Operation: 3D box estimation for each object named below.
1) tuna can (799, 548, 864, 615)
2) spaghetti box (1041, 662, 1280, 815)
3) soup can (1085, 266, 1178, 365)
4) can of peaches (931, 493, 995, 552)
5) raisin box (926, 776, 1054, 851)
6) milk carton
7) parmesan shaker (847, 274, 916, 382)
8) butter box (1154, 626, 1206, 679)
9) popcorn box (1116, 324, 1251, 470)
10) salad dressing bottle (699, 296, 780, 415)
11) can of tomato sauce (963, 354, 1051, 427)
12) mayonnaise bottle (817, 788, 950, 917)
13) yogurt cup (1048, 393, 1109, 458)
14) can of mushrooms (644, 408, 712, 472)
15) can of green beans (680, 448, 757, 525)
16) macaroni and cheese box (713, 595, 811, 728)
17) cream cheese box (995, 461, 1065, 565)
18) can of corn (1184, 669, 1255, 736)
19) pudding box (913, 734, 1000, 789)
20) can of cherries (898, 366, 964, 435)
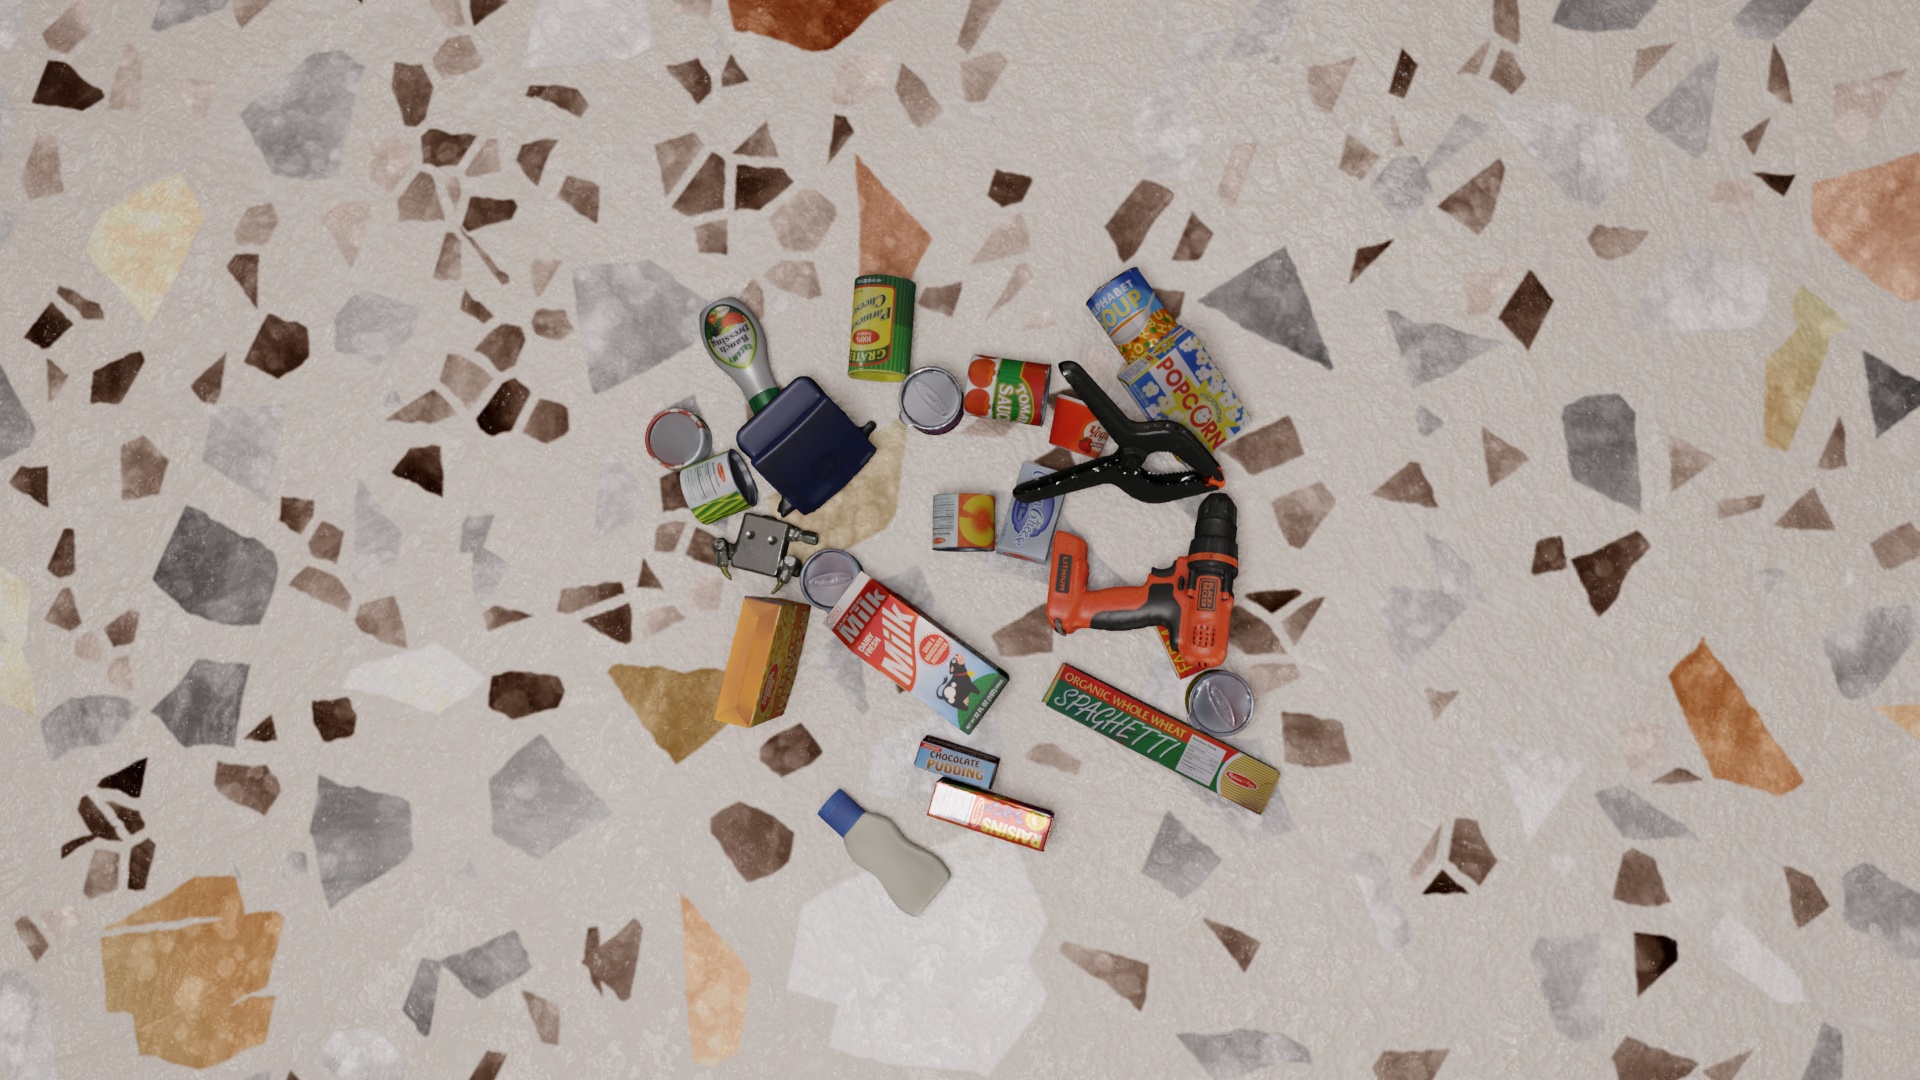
[{"bbox_3d":[-0.134,0.044,1.470,0.071,0.033,0.071,0,86,5],"label":"tuna can"},{"bbox_3d":[0.206,0.202,1.434,0.250,0.028,0.050,27,89,6],"label":"spaghetti box"},{"bbox_3d":[0.180,-0.232,1.446,0.071,0.071,0.084,-34,84,2],"label":"soup can"},{"bbox_3d":[0.005,-0.018,1.449,0.071,0.071,0.058,0,86,5],"label":"can of peaches"},{"bbox_3d":[0.032,0.277,1.414,0.123,0.086,0.040,17,83,6],"label":"raisin box"},{"bbox_3d":[-0.046,0.114,1.434,0.190,0.073,0.072,36,90,3],"label":"milk carton"},{"bbox_3d":[-0.086,-0.224,1.470,0.071,0.071,0.103,3,86,5],"label":"parmesan shaker"},{"bbox_3d":[0.229,0.088,1.442,0.053,0.024,0.103,-25,84,3],"label":"butter box"},{"bbox_3d":[0.230,-0.146,1.421,0.085,0.038,0.126,-40,118,1],"label":"popcorn box"},{"bbox_3d":[-0.227,-0.187,1.489,0.064,0.044,0.147,-28,85,1],"label":"salad dressing bottle"},{"bbox_3d":[0.049,-0.156,1.452,0.083,0.071,0.071,9,87,6],"label":"can of tomato sauce"},{"bbox_3d":[-0.082,0.320,1.444,0.148,0.041,0.065,41,89,7],"label":"mayonnaise bottle"},{"bbox_3d":[0.126,-0.118,1.447,0.072,0.072,0.054,19,96,6],"label":"yogurt cup"},{"bbox_3d":[-0.306,-0.108,1.495,0.071,0.033,0.071,0,87,5],"label":"can of mushrooms"},{"bbox_3d":[-0.255,-0.056,1.469,0.058,0.071,0.071,-21,85,9],"label":"can of green beans"},{"bbox_3d":[-0.196,0.120,1.403,0.040,0.166,0.123,14,88,5],"label":"macaroni and cheese box"},{"bbox_3d":[0.076,-0.028,1.447,0.053,0.024,0.104,15,67,5],"label":"cream cheese box"},{"bbox_3d":[0.261,0.166,1.417,0.071,0.058,0.071,0,86,5],"label":"can of corn"},{"bbox_3d":[-0.002,0.230,1.438,0.084,0.049,0.030,17,90,6],"label":"pudding box"},{"bbox_3d":[-0.032,-0.145,1.463,0.071,0.058,0.071,0,87,4],"label":"can of cherries"}]
